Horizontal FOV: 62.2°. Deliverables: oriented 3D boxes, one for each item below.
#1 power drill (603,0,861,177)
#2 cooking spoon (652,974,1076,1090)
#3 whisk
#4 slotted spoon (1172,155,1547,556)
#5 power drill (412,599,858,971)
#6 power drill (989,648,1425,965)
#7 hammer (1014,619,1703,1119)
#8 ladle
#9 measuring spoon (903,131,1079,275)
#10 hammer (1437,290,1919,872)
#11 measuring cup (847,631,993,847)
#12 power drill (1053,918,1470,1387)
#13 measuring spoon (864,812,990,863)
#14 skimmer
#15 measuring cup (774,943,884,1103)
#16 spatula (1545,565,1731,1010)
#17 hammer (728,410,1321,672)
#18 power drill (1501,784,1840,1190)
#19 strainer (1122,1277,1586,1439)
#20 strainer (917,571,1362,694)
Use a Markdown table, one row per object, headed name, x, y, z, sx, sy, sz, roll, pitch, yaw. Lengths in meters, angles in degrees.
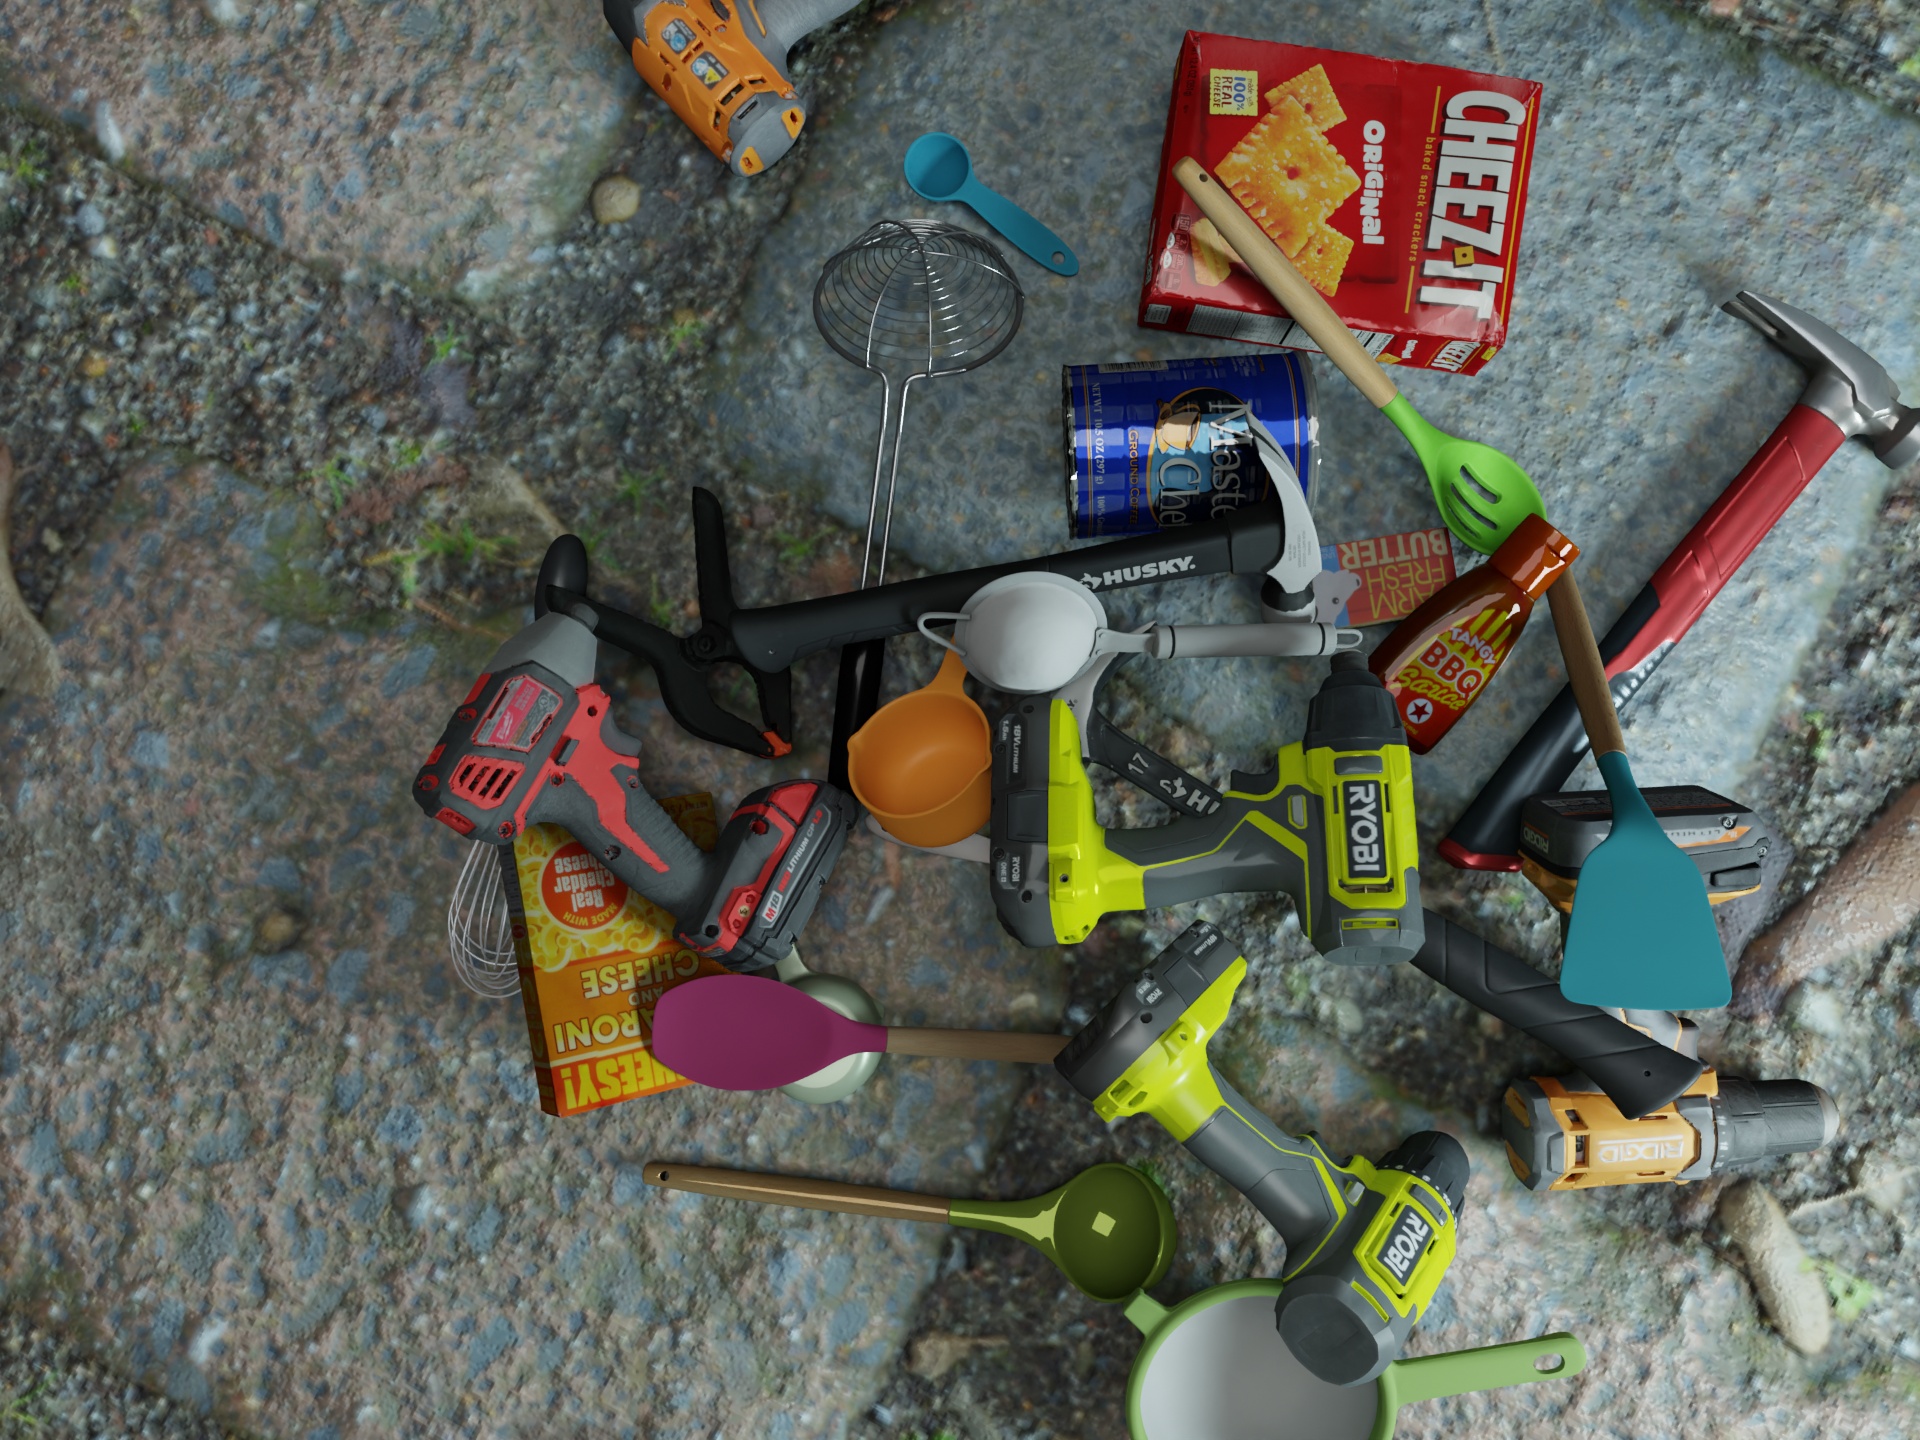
| name | x | y | z | sx | sy | sz | roll | pitch | yaw |
| --- | --- | --- | --- | --- | --- | --- | --- | --- | --- |
| power drill | -0.109 | -0.468 | 0.973 | 0.226 | 0.084 | 0.164 | -43 | 85 | 3 |
| cooking spoon | -0.018 | 0.188 | 0.930 | 0.319 | 0.017 | 0.069 | 5 | 97 | -9 |
| whisk | -0.259 | 0.025 | 0.963 | 0.070 | 0.070 | 0.285 | 8 | 83 | 3 |
| slotted spoon | 0.229 | -0.204 | 0.912 | 0.313 | 0.031 | 0.070 | 42 | 66 | -19 |
| power drill | -0.177 | 0.037 | 0.894 | 0.219 | 0.078 | 0.143 | 33 | 67 | -18 |
| power drill | 0.133 | 0.046 | 0.870 | 0.223 | 0.080 | 0.171 | -3 | 68 | 11 |
| hammer | 0.214 | 0.090 | 0.893 | 0.409 | 0.036 | 0.149 | 32 | 85 | 21 |
| ladle | -0.034 | 0.286 | 0.936 | 0.320 | 0.062 | 0.078 | 6 | 73 | 5 |
| measuring spoon | 0.020 | -0.316 | 0.992 | 0.128 | 0.021 | 0.042 | 36 | 88 | -5 |
| hammer | 0.405 | -0.073 | 0.948 | 0.143 | 0.038 | 0.386 | 40 | 89 | 5 |
| measuring cup | -0.002 | -0.003 | 0.951 | 0.095 | 0.052 | 0.174 | 7 | 58 | 28 |
| power drill | 0.180 | 0.226 | 0.886 | 0.228 | 0.190 | 0.080 | 46 | 126 | 12 |
| measuring spoon | 0.001 | 0.075 | 0.965 | 0.124 | 0.018 | 0.034 | 14 | 87 | 4 |
| skimmer | -0.043 | -0.126 | 0.974 | 0.127 | 0.090 | 0.363 | 8 | 97 | 4 |
| measuring cup | -0.104 | 0.151 | 0.954 | 0.083 | 0.038 | 0.167 | -26 | 88 | 1 |
| spatula | 0.345 | 0.009 | 0.867 | 0.082 | 0.044 | 0.318 | 1 | 48 | 4 |
| hammer | 0.034 | -0.081 | 0.897 | 0.335 | 0.146 | 0.035 | -11 | 48 | 4 |
| power drill | 0.406 | 0.155 | 0.902 | 0.185 | 0.084 | 0.226 | -3 | 100 | -1 |
| strainer | 0.219 | 0.367 | 0.909 | 0.256 | 0.069 | 0.151 | -10 | 98 | 2 |
| strainer | 0.106 | -0.044 | 0.895 | 0.258 | 0.086 | 0.050 | -2 | 42 | -11 |
